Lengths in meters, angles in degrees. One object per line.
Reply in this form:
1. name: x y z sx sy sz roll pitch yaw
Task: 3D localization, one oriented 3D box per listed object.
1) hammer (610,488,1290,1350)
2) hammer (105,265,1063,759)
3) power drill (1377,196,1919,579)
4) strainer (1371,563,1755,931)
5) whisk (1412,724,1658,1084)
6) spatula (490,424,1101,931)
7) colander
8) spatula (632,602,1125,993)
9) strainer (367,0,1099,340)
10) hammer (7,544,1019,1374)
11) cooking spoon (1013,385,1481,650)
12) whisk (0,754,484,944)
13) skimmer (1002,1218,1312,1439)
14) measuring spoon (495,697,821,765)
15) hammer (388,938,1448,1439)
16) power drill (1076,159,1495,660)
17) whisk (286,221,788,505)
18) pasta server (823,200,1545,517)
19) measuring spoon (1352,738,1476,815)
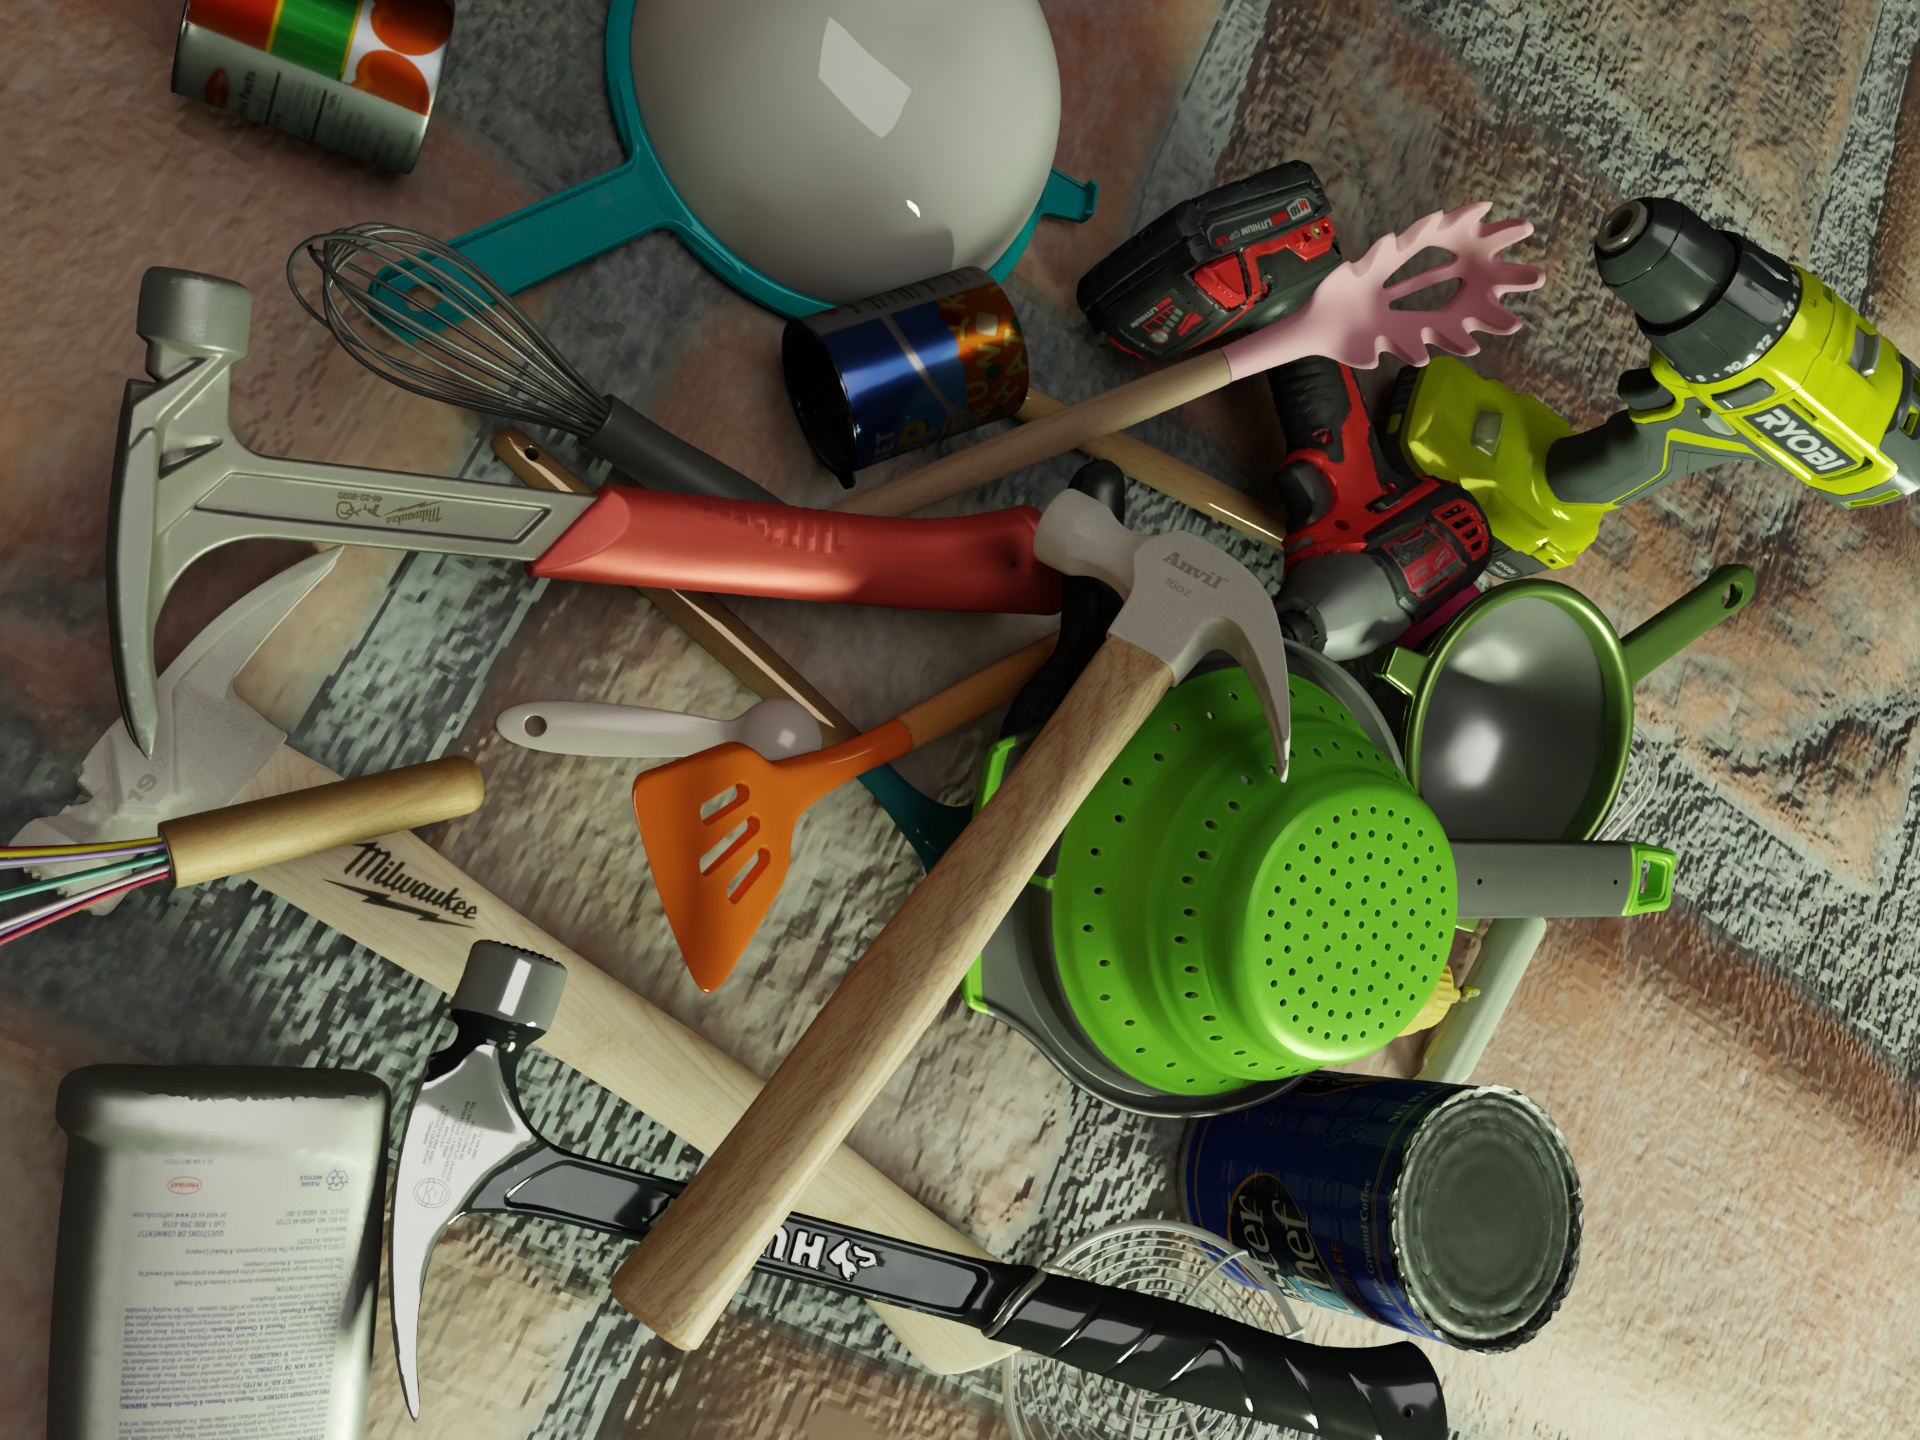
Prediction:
1. hammer: 0.001 0.065 0.547 0.130 0.031 0.331 29 71 24
2. hammer: -0.109 -0.057 0.583 0.359 0.037 0.149 3 99 -34
3. power drill: 0.308 -0.150 0.752 0.190 0.228 0.080 28 71 -22
4. strainer: 0.293 -0.020 0.795 0.256 0.069 0.151 -30 111 -23
5. whisk: 0.292 0.094 0.817 0.059 0.057 0.246 29 69 16
6. spatula: -0.059 -0.011 0.644 0.317 0.044 0.082 42 58 -15
7. colander: 0.194 0.073 0.659 0.397 0.094 0.204 3 95 -29
8. spatula: -0.001 -0.002 0.636 0.322 0.041 0.081 -29 110 -38
9. strainer: -0.080 -0.244 0.638 0.340 0.095 0.211 -37 100 -28
10. hammer: -0.122 0.113 0.597 0.410 0.038 0.146 40 65 -18
11. cooking spoon: 0.147 -0.098 0.779 0.318 0.017 0.069 22 71 -24
12. whisk: -0.265 0.043 0.483 0.245 0.051 0.047 -15 83 -34
13. skimmer: 0.094 0.398 0.664 0.127 0.090 0.363 -6 97 2
14. measuring spoon: -0.114 0.006 0.608 0.124 0.018 0.034 4 93 -10
15. hammer: 0.000 0.209 0.570 0.408 0.036 0.149 20 73 -14
16. power drill: 0.154 -0.135 0.742 0.143 0.078 0.219 -31 94 -35
17. whisk: -0.139 -0.111 0.602 0.238 0.055 0.055 31 69 -34
18. pasta server: 0.087 -0.138 0.665 0.316 0.040 0.060 -22 108 0
19. measuring spoon: 0.231 0.028 0.812 0.117 0.011 0.021 -15 89 -32
